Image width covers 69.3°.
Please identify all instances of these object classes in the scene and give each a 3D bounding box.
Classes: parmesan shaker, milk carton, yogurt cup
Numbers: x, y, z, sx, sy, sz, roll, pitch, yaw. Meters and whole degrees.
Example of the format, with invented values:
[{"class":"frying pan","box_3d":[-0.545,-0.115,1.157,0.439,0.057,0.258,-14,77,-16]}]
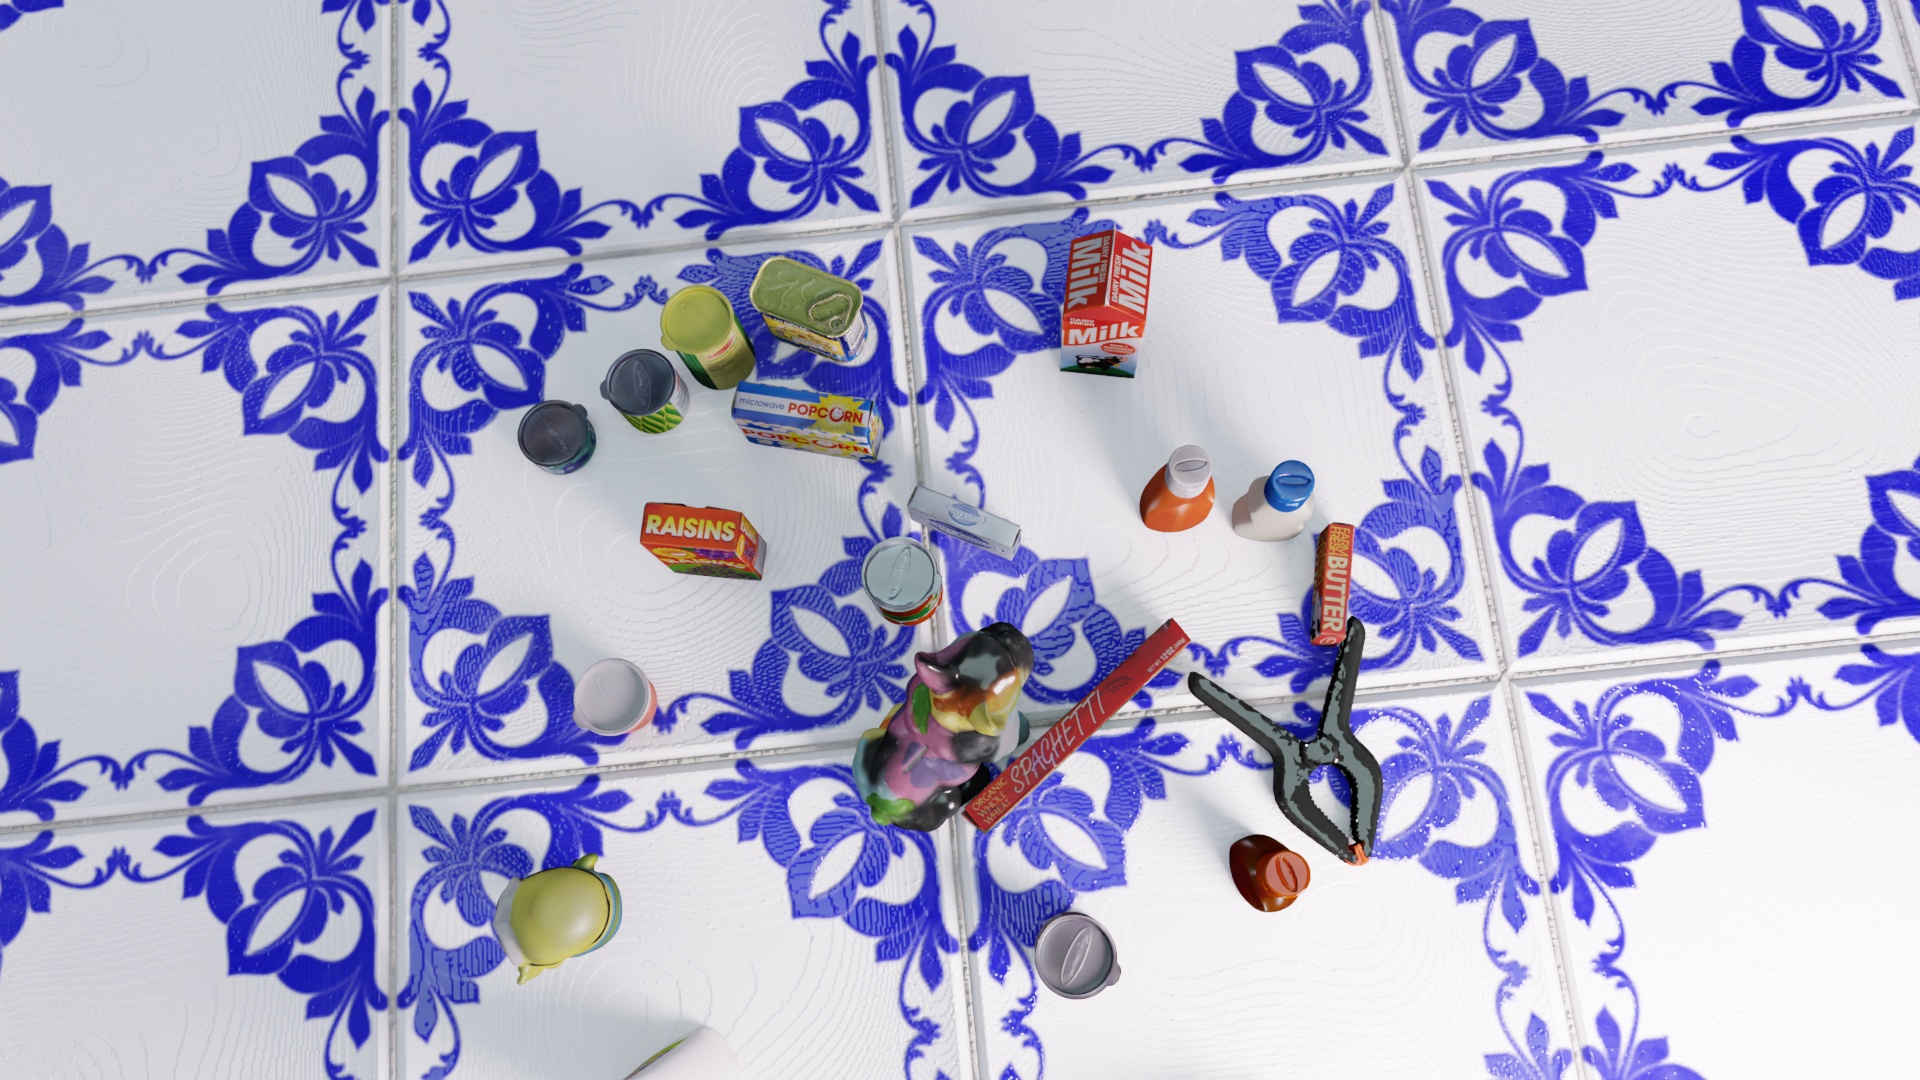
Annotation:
[{"class":"parmesan shaker","box_3d":[-0.235,-0.185,1.288,0.071,0.103,0.071,-1,77,3]},{"class":"milk carton","box_3d":[0.128,-0.210,1.232,0.073,0.190,0.072,6,77,4]},{"class":"yogurt cup","box_3d":[-0.303,0.142,1.237,0.072,0.054,0.072,-1,77,3]}]

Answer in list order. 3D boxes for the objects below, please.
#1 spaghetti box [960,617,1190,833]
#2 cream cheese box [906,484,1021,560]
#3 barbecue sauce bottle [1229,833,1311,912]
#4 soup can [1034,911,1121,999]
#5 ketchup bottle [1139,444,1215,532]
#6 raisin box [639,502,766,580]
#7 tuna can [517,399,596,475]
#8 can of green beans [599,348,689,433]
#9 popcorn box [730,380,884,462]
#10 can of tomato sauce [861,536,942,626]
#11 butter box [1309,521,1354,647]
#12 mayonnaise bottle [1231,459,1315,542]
[{"class":"spaghetti box","box_3d":[0.101,0.163,1.215,0.250,0.050,0.029,-42,78,-7]},{"class":"cream cheese box","box_3d":[0.005,-0.016,1.261,0.104,0.053,0.024,22,79,8]},{"class":"barbecue sauce bottle","box_3d":[0.253,0.271,1.131,0.044,0.148,0.065,-21,77,-2]},{"class":"soup can","box_3d":[0.097,0.345,1.154,0.071,0.083,0.071,-1,77,3]},{"class":"ketchup bottle","box_3d":[0.193,-0.044,1.210,0.065,0.148,0.043,-9,77,1]},{"class":"raisin box","box_3d":[-0.225,0.002,1.232,0.086,0.123,0.040,6,77,4]},{"class":"tuna can","box_3d":[-0.378,-0.098,1.310,0.071,0.032,0.071,-1,76,3]},{"class":"can of green beans","box_3d":[-0.293,-0.139,1.303,0.071,0.057,0.071,-1,77,3]},{"class":"popcorn box","box_3d":[-0.139,-0.109,1.274,0.127,0.085,0.038,9,78,5]},{"class":"can of tomato sauce","box_3d":[-0.049,0.038,1.235,0.071,0.083,0.071,-1,77,3]},{"class":"butter box","box_3d":[0.329,0.039,1.233,0.024,0.053,0.103,7,77,5]},{"class":"mayonnaise bottle","box_3d":[0.276,-0.033,1.204,0.065,0.148,0.041,2,77,3]}]
